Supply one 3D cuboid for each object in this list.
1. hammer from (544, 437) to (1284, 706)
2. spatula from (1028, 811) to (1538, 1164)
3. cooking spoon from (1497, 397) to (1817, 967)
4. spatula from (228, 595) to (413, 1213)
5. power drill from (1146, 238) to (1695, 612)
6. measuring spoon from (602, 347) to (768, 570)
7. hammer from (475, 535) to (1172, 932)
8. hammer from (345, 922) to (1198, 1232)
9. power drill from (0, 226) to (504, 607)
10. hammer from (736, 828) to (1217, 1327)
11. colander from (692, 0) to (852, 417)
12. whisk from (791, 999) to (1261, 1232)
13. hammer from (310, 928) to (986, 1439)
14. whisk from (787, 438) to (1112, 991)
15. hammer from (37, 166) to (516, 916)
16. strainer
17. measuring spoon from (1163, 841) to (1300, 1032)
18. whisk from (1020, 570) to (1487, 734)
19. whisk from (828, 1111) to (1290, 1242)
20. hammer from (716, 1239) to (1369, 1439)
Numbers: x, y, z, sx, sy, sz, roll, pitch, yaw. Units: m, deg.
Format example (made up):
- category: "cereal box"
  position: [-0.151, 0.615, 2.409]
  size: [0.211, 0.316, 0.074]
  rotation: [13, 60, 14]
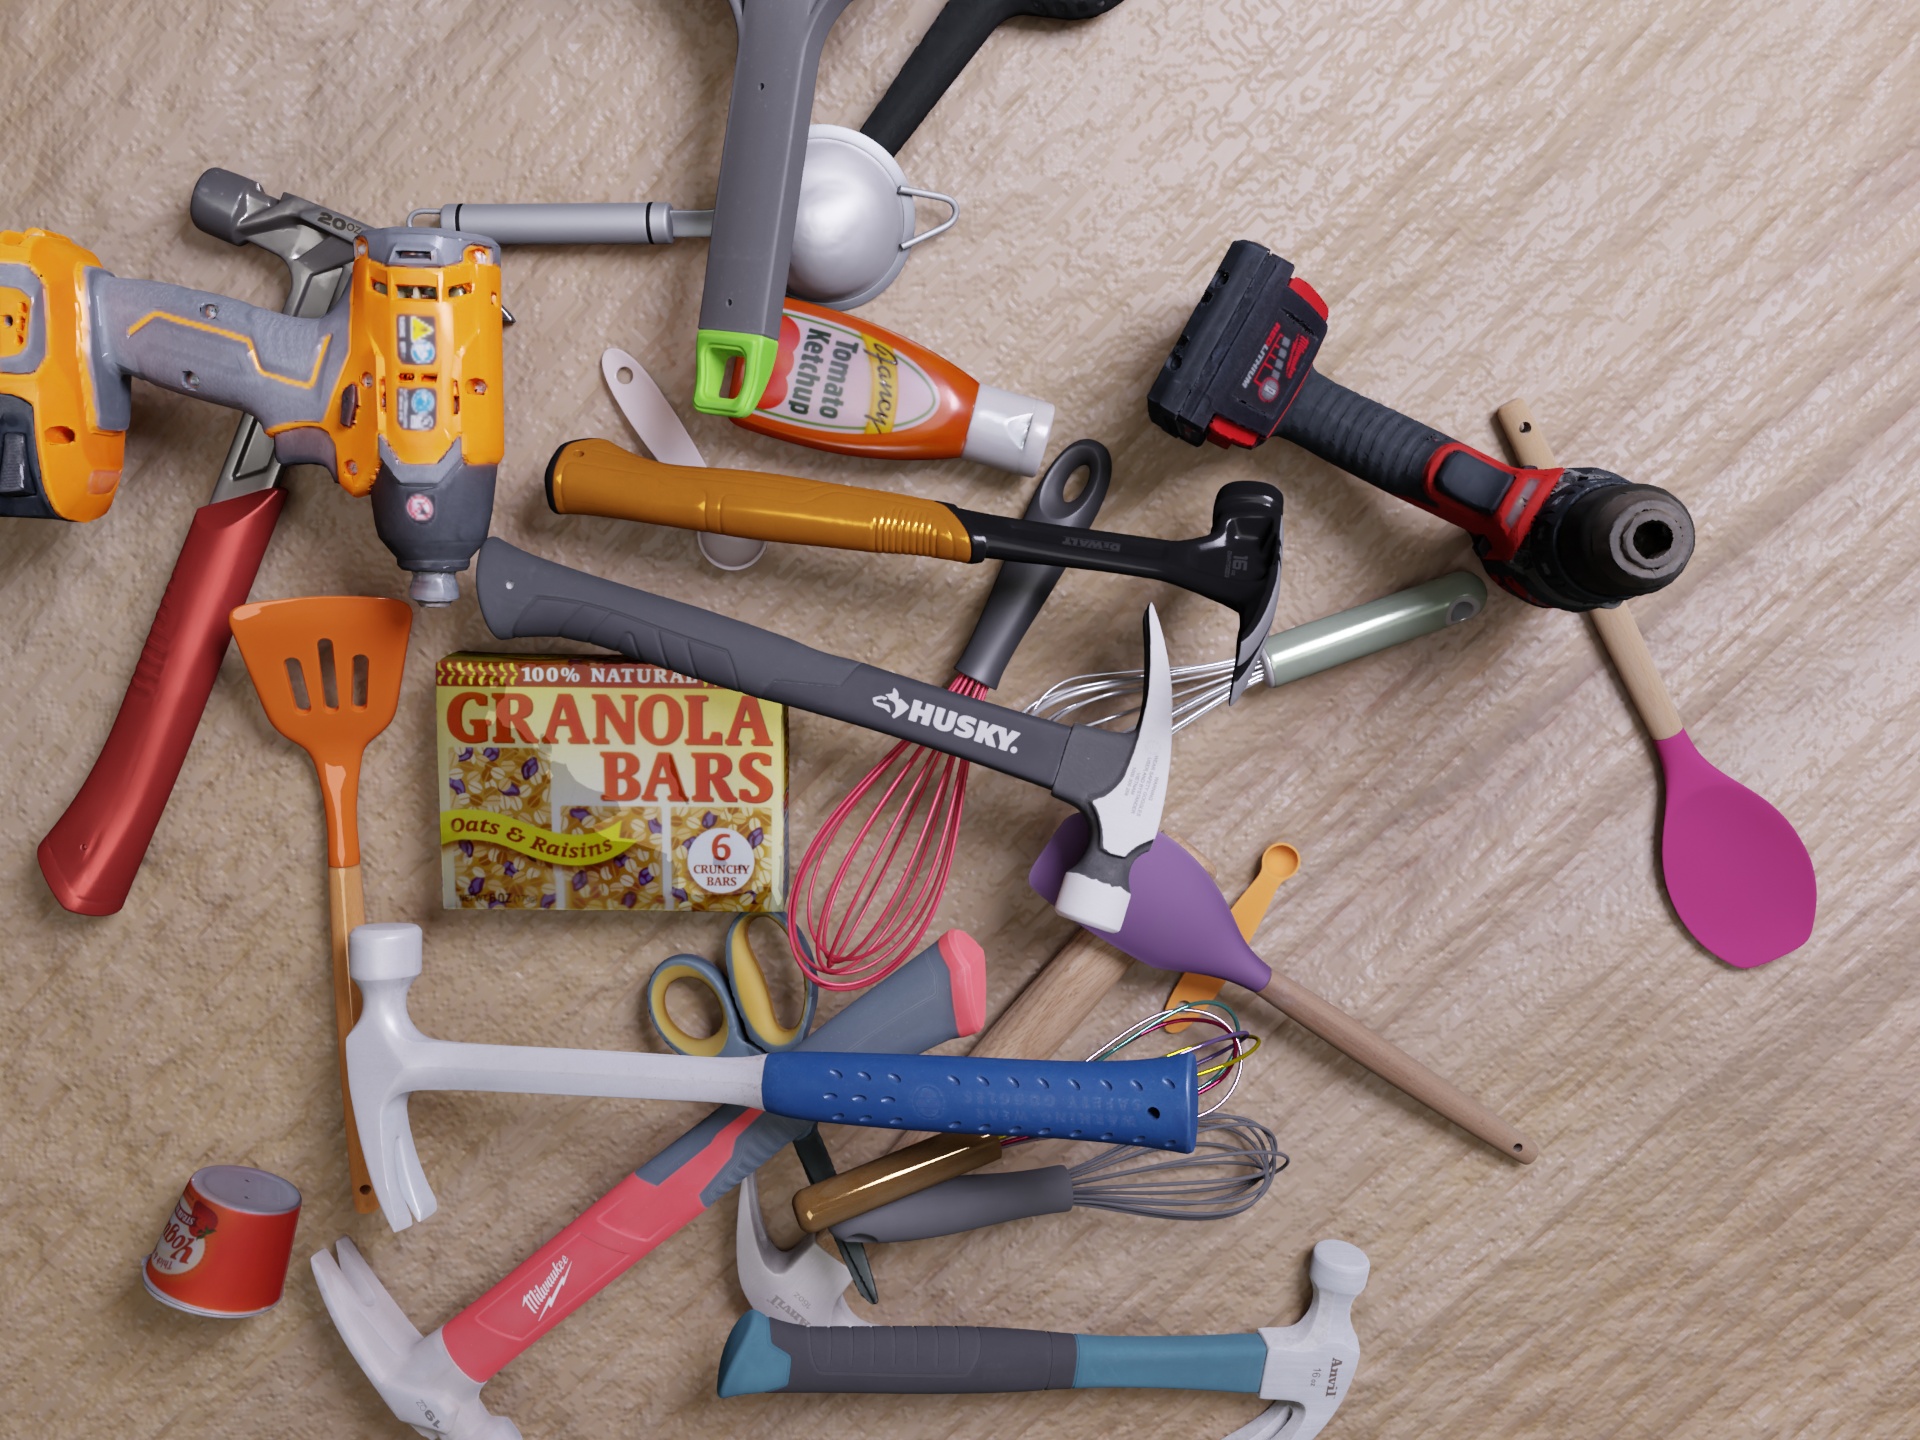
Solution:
- category: "hammer"
  position: [-0.026, -0.082, 0.712]
  size: [0.337, 0.127, 0.034]
  rotation: [9, 132, 8]
- category: "spatula"
  position: [0.172, 0.141, 0.795]
  size: [0.315, 0.018, 0.060]
  rotation: [34, 93, -13]
- category: "cooking spoon"
  position: [0.341, -0.016, 0.790]
  size: [0.069, 0.017, 0.319]
  rotation: [-27, 99, 12]
- category: "spatula"
  position: [-0.304, 0.097, 0.787]
  size: [0.081, 0.041, 0.322]
  rotation: [-3, 101, -19]
- category: "power drill"
  position: [0.197, -0.115, 0.683]
  size: [0.227, 0.188, 0.080]
  rotation: [29, 99, 3]
- category: "measuring spoon"
  position: [-0.134, -0.127, 0.769]
  size: [0.034, 0.018, 0.124]
  rotation: [-34, 91, 4]
- category: "hammer"
  position: [-0.064, -0.023, 0.730]
  size: [0.335, 0.035, 0.146]
  rotation: [18, 86, 4]
- category: "hammer"
  position: [-0.097, 0.170, 0.723]
  size: [0.405, 0.035, 0.144]
  rotation: [0, 91, 15]
- category: "power drill"
  position: [-0.315, -0.132, 0.696]
  size: [0.226, 0.084, 0.164]
  rotation: [0, 99, -5]
- category: "hammer"
  position: [0.008, 0.187, 0.812]
  size: [0.130, 0.031, 0.331]
  rotation: [40, 96, -7]
- category: "colander"
  position: [-0.088, -0.327, 0.645]
  size: [0.204, 0.094, 0.397]
  rotation: [12, 96, 27]
- category: "whisk"
  position: [0.036, 0.192, 0.767]
  size: [0.245, 0.047, 0.051]
  rotation: [-18, 120, -16]
- category: "hammer"
  position: [-0.149, 0.215, 0.776]
  size: [0.386, 0.038, 0.143]
  rotation: [-40, 84, 12]
- category: "whisk"
  position: [-0.001, -0.002, 0.770]
  size: [0.073, 0.073, 0.296]
  rotation: [27, 92, -5]
- category: "hammer"
  position: [-0.348, -0.068, 0.762]
  size: [0.149, 0.037, 0.359]
  rotation: [24, 98, -5]
- category: "strainer"
  position: [-0.131, -0.228, 0.736]
  size: [0.258, 0.050, 0.086]
  rotation: [1, 123, 4]
- category: "measuring spoon"
  position: [0.137, 0.111, 0.814]
  size: [0.021, 0.011, 0.117]
  rotation: [30, 101, -6]
- category: "whisk"
  position: [0.140, -0.025, 0.775]
  size: [0.246, 0.059, 0.057]
  rotation: [-19, 136, -2]
- category: "whisk"
  position: [0.051, 0.232, 0.788]
  size: [0.239, 0.055, 0.055]
  rotation: [-4, 100, -15]
- category: "hammer"
  position: [0.044, 0.326, 0.813]
  size: [0.331, 0.033, 0.128]
  rotation: [5, 101, -10]
